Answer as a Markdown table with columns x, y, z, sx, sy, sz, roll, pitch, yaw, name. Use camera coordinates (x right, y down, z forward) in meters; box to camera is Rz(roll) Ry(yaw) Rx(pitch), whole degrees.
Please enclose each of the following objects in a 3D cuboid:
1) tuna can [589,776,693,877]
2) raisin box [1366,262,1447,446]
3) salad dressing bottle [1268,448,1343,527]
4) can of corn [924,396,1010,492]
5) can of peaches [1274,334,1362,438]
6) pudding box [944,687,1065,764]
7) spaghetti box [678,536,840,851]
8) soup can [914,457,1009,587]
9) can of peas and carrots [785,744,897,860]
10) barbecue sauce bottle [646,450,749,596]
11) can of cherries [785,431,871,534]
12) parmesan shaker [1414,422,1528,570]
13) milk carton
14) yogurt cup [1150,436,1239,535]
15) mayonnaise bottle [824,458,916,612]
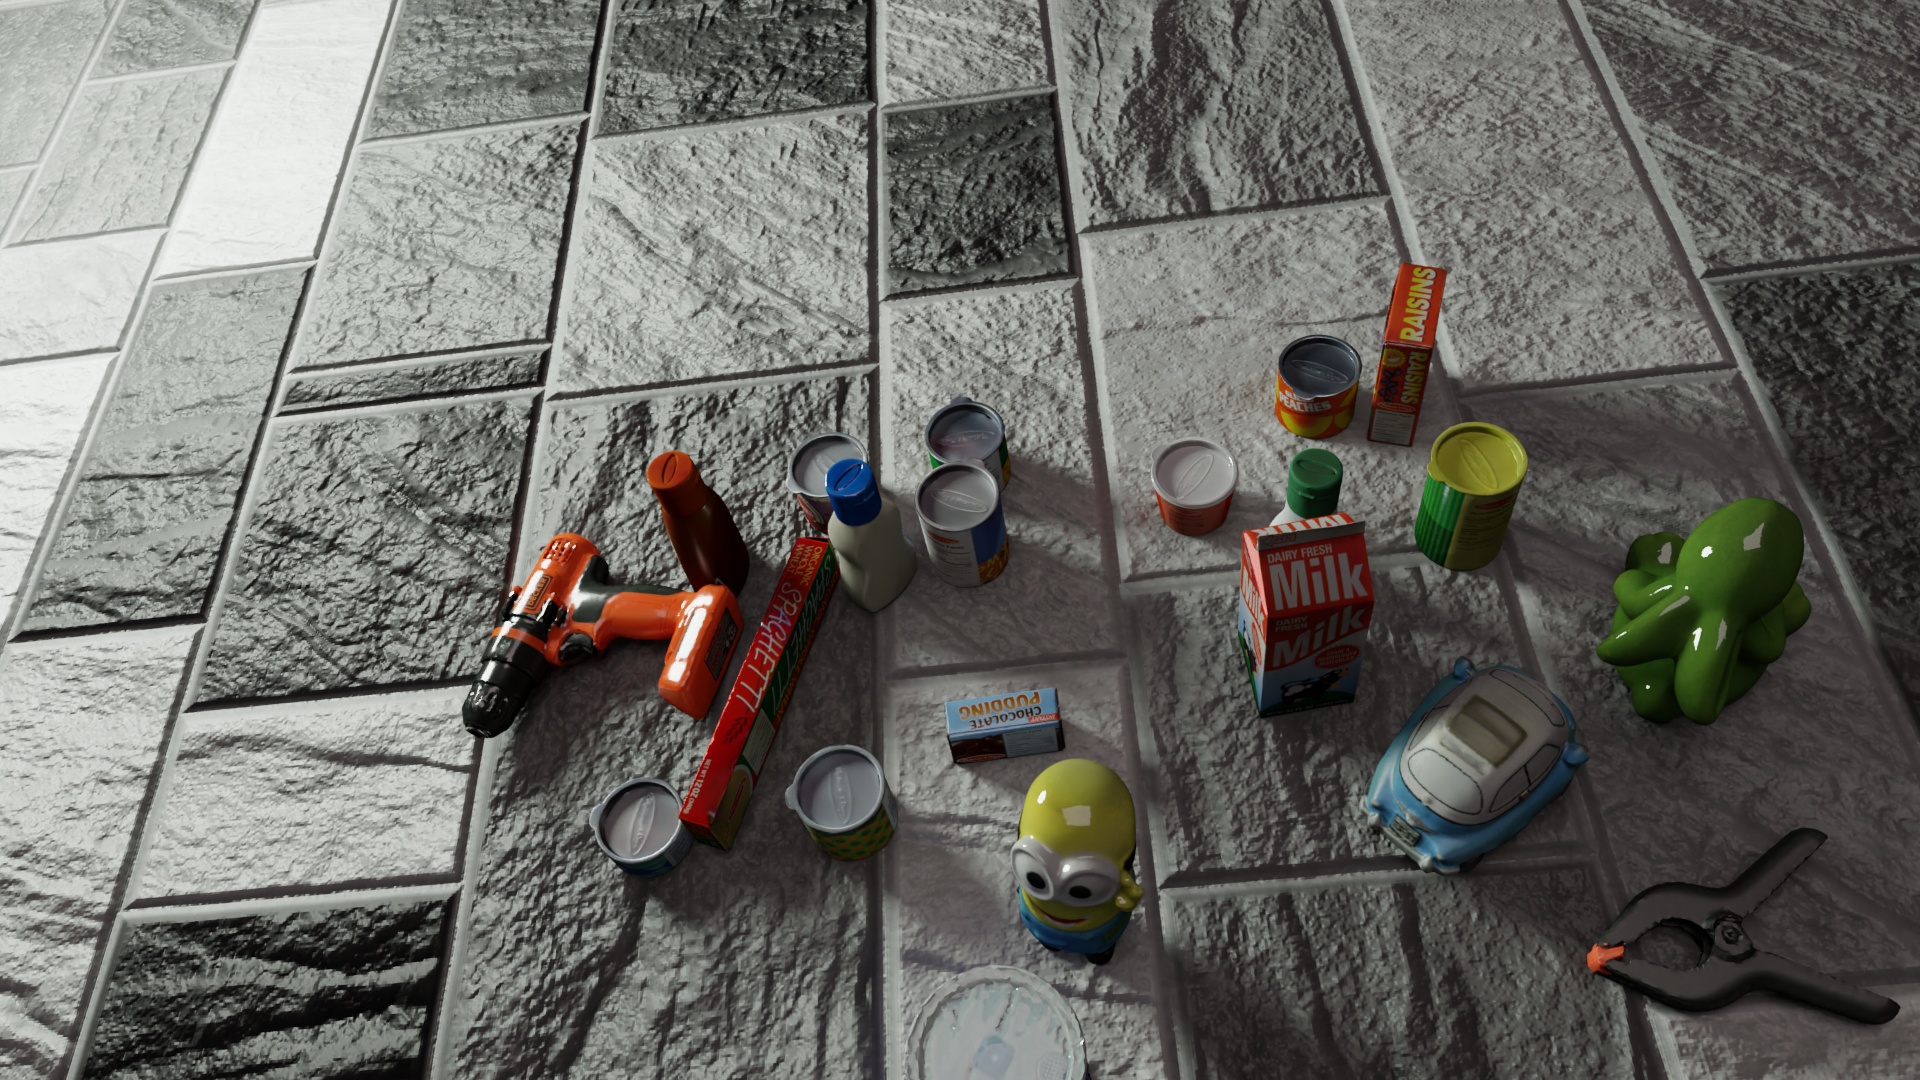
| x | y | z | sx | sy | sz | roll | pitch | yaw | name |
| --- | --- | --- | --- | --- | --- | --- | --- | --- | --- |
| -0.232 | 0.209 | 1.013 | 0.071 | 0.032 | 0.071 | -4 | 56 | 6 | tuna can |
| 0.355 | -0.147 | 1.110 | 0.040 | 0.122 | 0.086 | 12 | 59 | 16 | raisin box |
| 0.255 | -0.010 | 1.018 | 0.064 | 0.147 | 0.044 | 19 | 62 | 20 | salad dressing bottle |
| 0.007 | -0.074 | 1.152 | 0.071 | 0.058 | 0.071 | -4 | 56 | 6 | can of corn |
| 0.292 | -0.124 | 1.143 | 0.071 | 0.057 | 0.071 | -4 | 56 | 6 | can of peaches |
| 0.032 | 0.136 | 1.012 | 0.084 | 0.049 | 0.030 | -8 | 56 | 3 | pudding box |
| -0.148 | 0.110 | 1.056 | 0.029 | 0.050 | 0.251 | 10 | 59 | 15 | spaghetti box |
| 0.004 | -0.014 | 1.097 | 0.071 | 0.083 | 0.072 | -4 | 56 | 6 | soup can |
| -0.084 | 0.188 | 0.989 | 0.071 | 0.058 | 0.071 | -4 | 56 | 6 | can of peas and carrots |
| -0.205 | -0.012 | 1.088 | 0.044 | 0.147 | 0.065 | 2 | 57 | 10 | barbecue sauce bottle |
| -0.106 | -0.046 | 1.150 | 0.071 | 0.058 | 0.072 | -4 | 56 | 6 | can of cherries |
| 0.377 | -0.031 | 1.040 | 0.071 | 0.102 | 0.071 | -4 | 56 | 6 | parmesan shaker |
| 0.236 | 0.044 | 0.958 | 0.072 | 0.189 | 0.074 | -10 | 56 | 2 | milk carton |
| 0.186 | -0.040 | 1.105 | 0.072 | 0.053 | 0.073 | -4 | 56 | 6 | yogurt cup |
| -0.072 | -0.006 | 1.064 | 0.041 | 0.147 | 0.065 | 32 | 66 | 26 | mayonnaise bottle |
